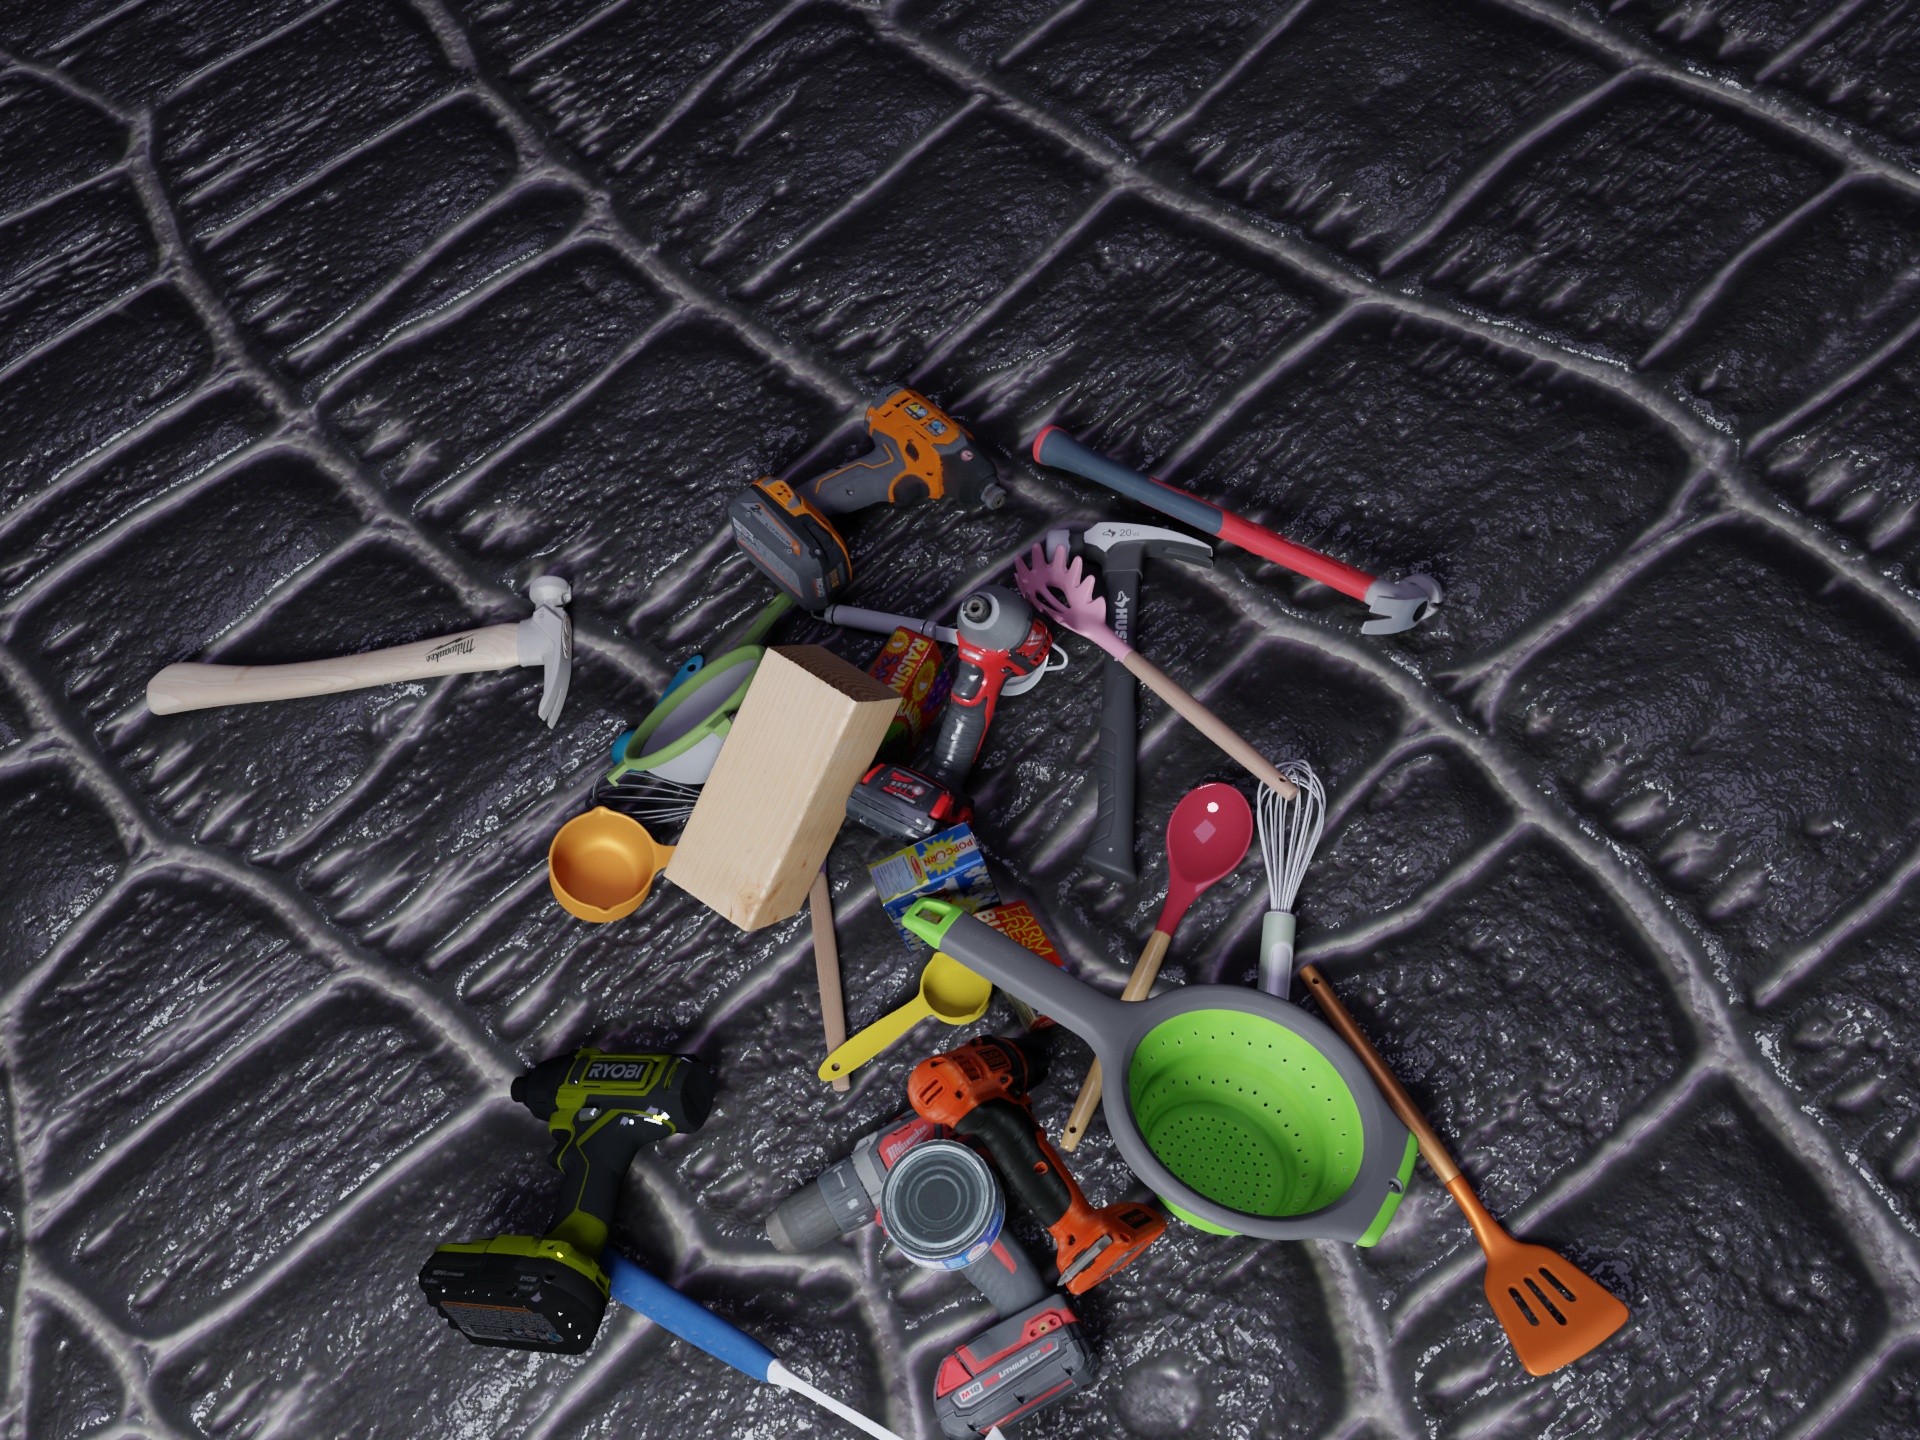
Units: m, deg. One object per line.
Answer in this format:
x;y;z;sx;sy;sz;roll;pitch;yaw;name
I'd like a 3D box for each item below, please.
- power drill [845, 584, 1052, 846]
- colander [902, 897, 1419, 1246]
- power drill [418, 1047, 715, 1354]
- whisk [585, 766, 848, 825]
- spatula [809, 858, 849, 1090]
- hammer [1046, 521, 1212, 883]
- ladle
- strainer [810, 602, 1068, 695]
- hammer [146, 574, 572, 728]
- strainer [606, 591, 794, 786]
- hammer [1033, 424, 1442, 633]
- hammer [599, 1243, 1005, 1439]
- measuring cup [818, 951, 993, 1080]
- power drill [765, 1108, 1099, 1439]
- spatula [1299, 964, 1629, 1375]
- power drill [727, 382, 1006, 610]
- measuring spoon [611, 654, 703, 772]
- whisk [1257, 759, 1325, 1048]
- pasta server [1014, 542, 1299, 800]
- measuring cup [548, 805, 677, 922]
-0.002;-0.004;1.281;0.078;0.143;0.219;25;89;19;power drill
0.124;0.257;1.151;0.397;0.094;0.204;29;44;16;colander
-0.299;0.346;1.187;0.171;0.080;0.223;-4;40;22;power drill
-0.208;0.070;1.356;0.239;0.055;0.055;3;64;13;whisk
-0.118;0.152;1.319;0.060;0.018;0.316;-15;61;8;spatula
0.140;-0.021;1.351;0.146;0.035;0.335;-1;63;10;hammer
0.149;0.191;1.247;0.069;0.031;0.315;19;70;26;ladle
-0.018;-0.079;1.406;0.258;0.050;0.087;12;104;21;strainer
-0.563;-0.039;1.485;0.410;0.038;0.146;-8;64;7;hammer
-0.187;-0.022;1.375;0.151;0.069;0.256;-23;24;35;strainer
0.217;-0.171;1.375;0.386;0.143;0.038;29;114;26;hammer
-0.121;0.454;1.107;0.406;0.143;0.035;18;50;28;hammer
-0.043;0.239;1.254;0.156;0.029;0.062;-33;63;-7;measuring cup
-0.022;0.399;1.146;0.188;0.080;0.227;-28;59;-5;power drill
0.342;0.307;1.146;0.081;0.041;0.323;-30;61;-5;spatula
-0.078;-0.201;1.449;0.226;0.084;0.164;-38;63;-20;power drill
-0.270;-0.010;1.425;0.042;0.021;0.129;25;71;20;measuring spoon
0.251;0.146;1.242;0.057;0.059;0.246;15;68;-13;whisk
0.158;-0.041;1.309;0.060;0.040;0.316;-34;59;-22;pasta server
-0.261;0.125;1.347;0.173;0.052;0.095;-1;63;-18;measuring cup
